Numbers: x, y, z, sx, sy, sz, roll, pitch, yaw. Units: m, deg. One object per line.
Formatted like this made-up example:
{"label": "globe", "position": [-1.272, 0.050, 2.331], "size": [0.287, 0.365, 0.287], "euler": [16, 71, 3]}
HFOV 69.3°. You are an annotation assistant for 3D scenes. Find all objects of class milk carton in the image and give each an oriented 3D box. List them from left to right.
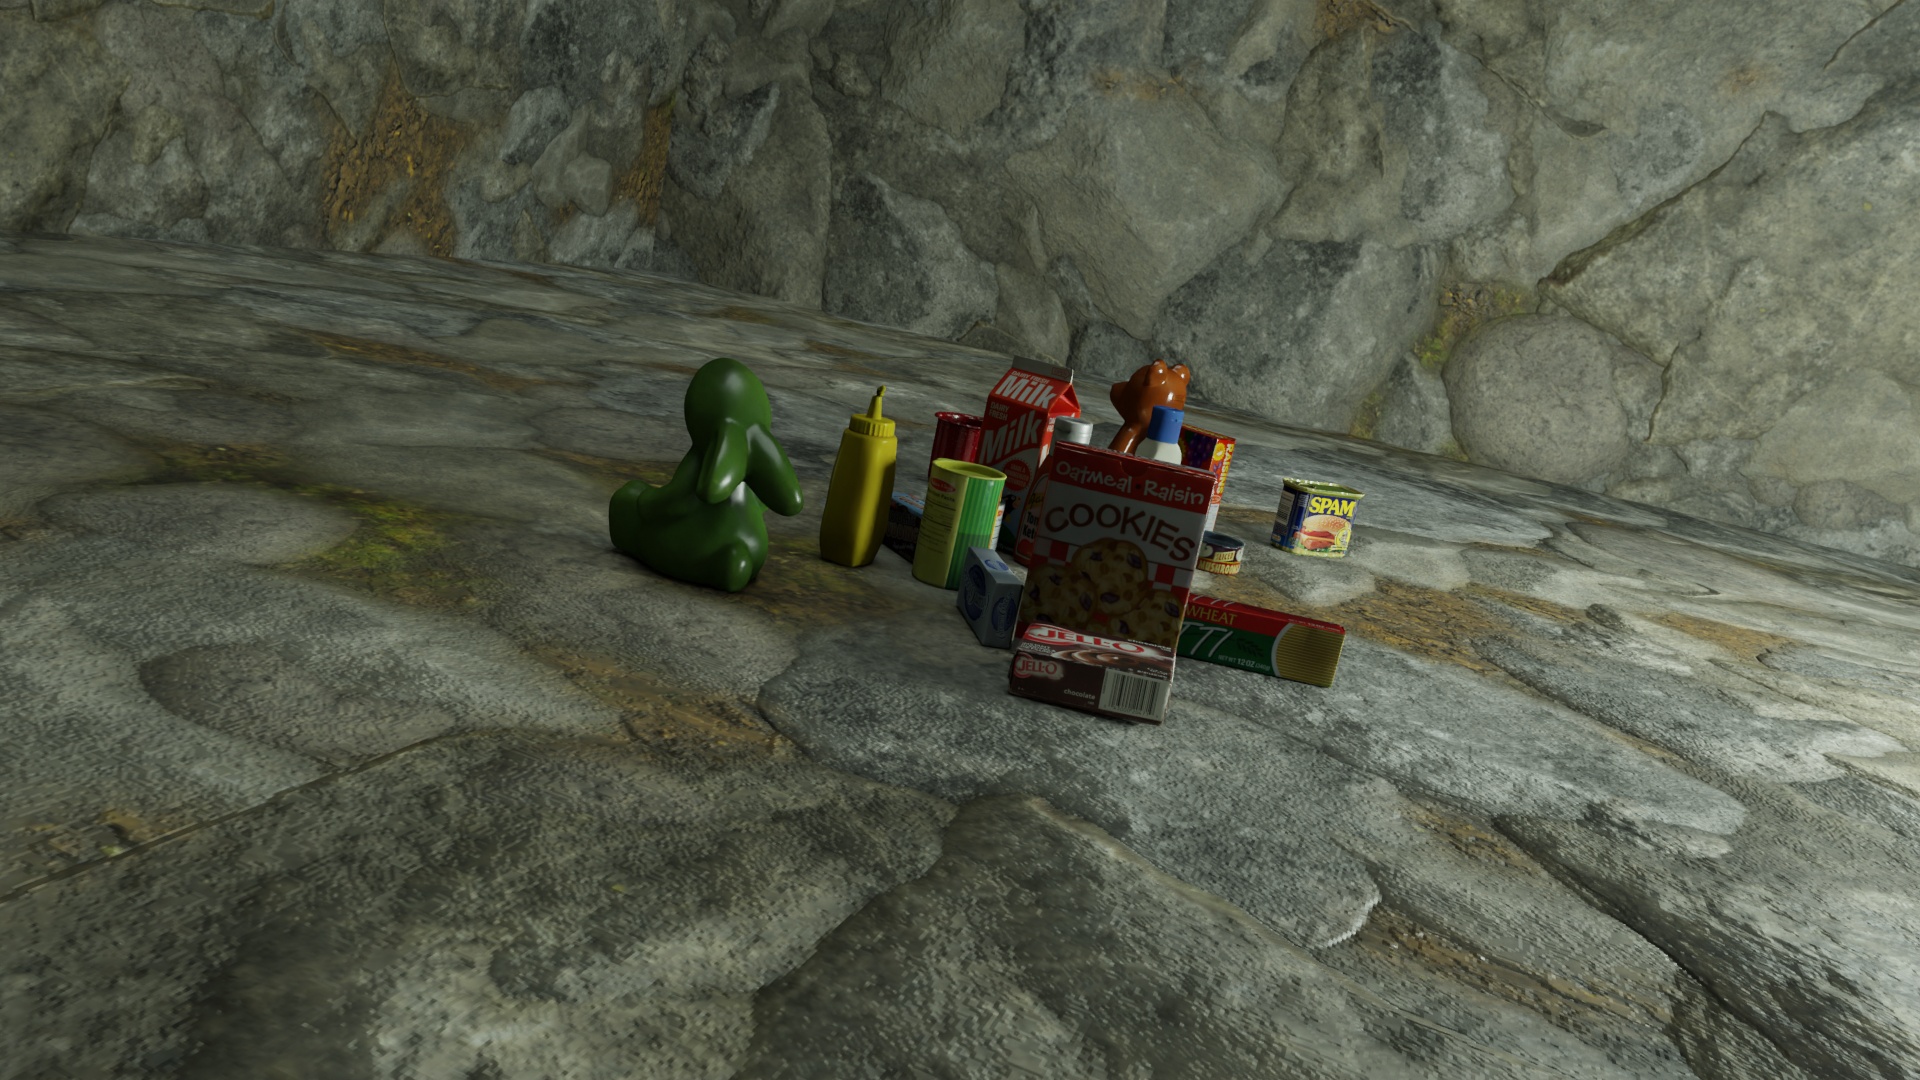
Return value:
{"label": "milk carton", "position": [0.063, -0.087, 1.397], "size": [0.072, 0.190, 0.073], "euler": [19, 14, 29]}

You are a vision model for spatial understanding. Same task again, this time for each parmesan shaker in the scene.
{"label": "parmesan shaker", "position": [-0.004, -0.015, 1.227], "size": [0.071, 0.102, 0.071], "euler": [11, 13, -2]}

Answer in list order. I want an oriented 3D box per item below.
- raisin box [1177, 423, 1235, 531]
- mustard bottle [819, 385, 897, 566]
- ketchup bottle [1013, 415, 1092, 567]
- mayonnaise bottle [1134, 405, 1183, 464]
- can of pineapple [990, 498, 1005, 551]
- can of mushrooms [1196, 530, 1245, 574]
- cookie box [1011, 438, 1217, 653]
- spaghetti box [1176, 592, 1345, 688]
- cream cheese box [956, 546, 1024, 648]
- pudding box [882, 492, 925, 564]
{"label": "raisin box", "position": [0.275, -0.074, 1.676], "size": [0.040, 0.123, 0.086], "euler": [0, 17, -42]}
{"label": "mustard bottle", "position": [-0.085, -0.059, 1.219], "size": [0.049, 0.159, 0.065], "euler": [15, 13, 17]}
{"label": "ketchup bottle", "position": [0.094, -0.044, 1.336], "size": [0.065, 0.148, 0.043], "euler": [21, 16, 36]}
{"label": "mayonnaise bottle", "position": [0.224, -0.081, 1.605], "size": [0.065, 0.147, 0.041], "euler": [0, 17, -43]}
{"label": "can of pineapple", "position": [0.005, -0.017, 1.343], "size": [0.071, 0.057, 0.071], "euler": [11, 13, -2]}
{"label": "can of mushrooms", "position": [0.273, 0.013, 1.505], "size": [0.071, 0.033, 0.071], "euler": [11, 13, -2]}
{"label": "cookie box", "position": [0.116, 0.017, 1.055], "size": [0.123, 0.167, 0.040], "euler": [13, 12, 5]}
{"label": "spaghetti box", "position": [0.190, 0.070, 1.154], "size": [0.250, 0.050, 0.029], "euler": [12, 13, 3]}
{"label": "cream cheese box", "position": [0.023, 0.044, 1.110], "size": [0.024, 0.053, 0.104], "euler": [8, 13, -15]}
{"label": "pudding box", "position": [-0.044, -0.011, 1.294], "size": [0.030, 0.049, 0.084], "euler": [4, 15, -31]}
